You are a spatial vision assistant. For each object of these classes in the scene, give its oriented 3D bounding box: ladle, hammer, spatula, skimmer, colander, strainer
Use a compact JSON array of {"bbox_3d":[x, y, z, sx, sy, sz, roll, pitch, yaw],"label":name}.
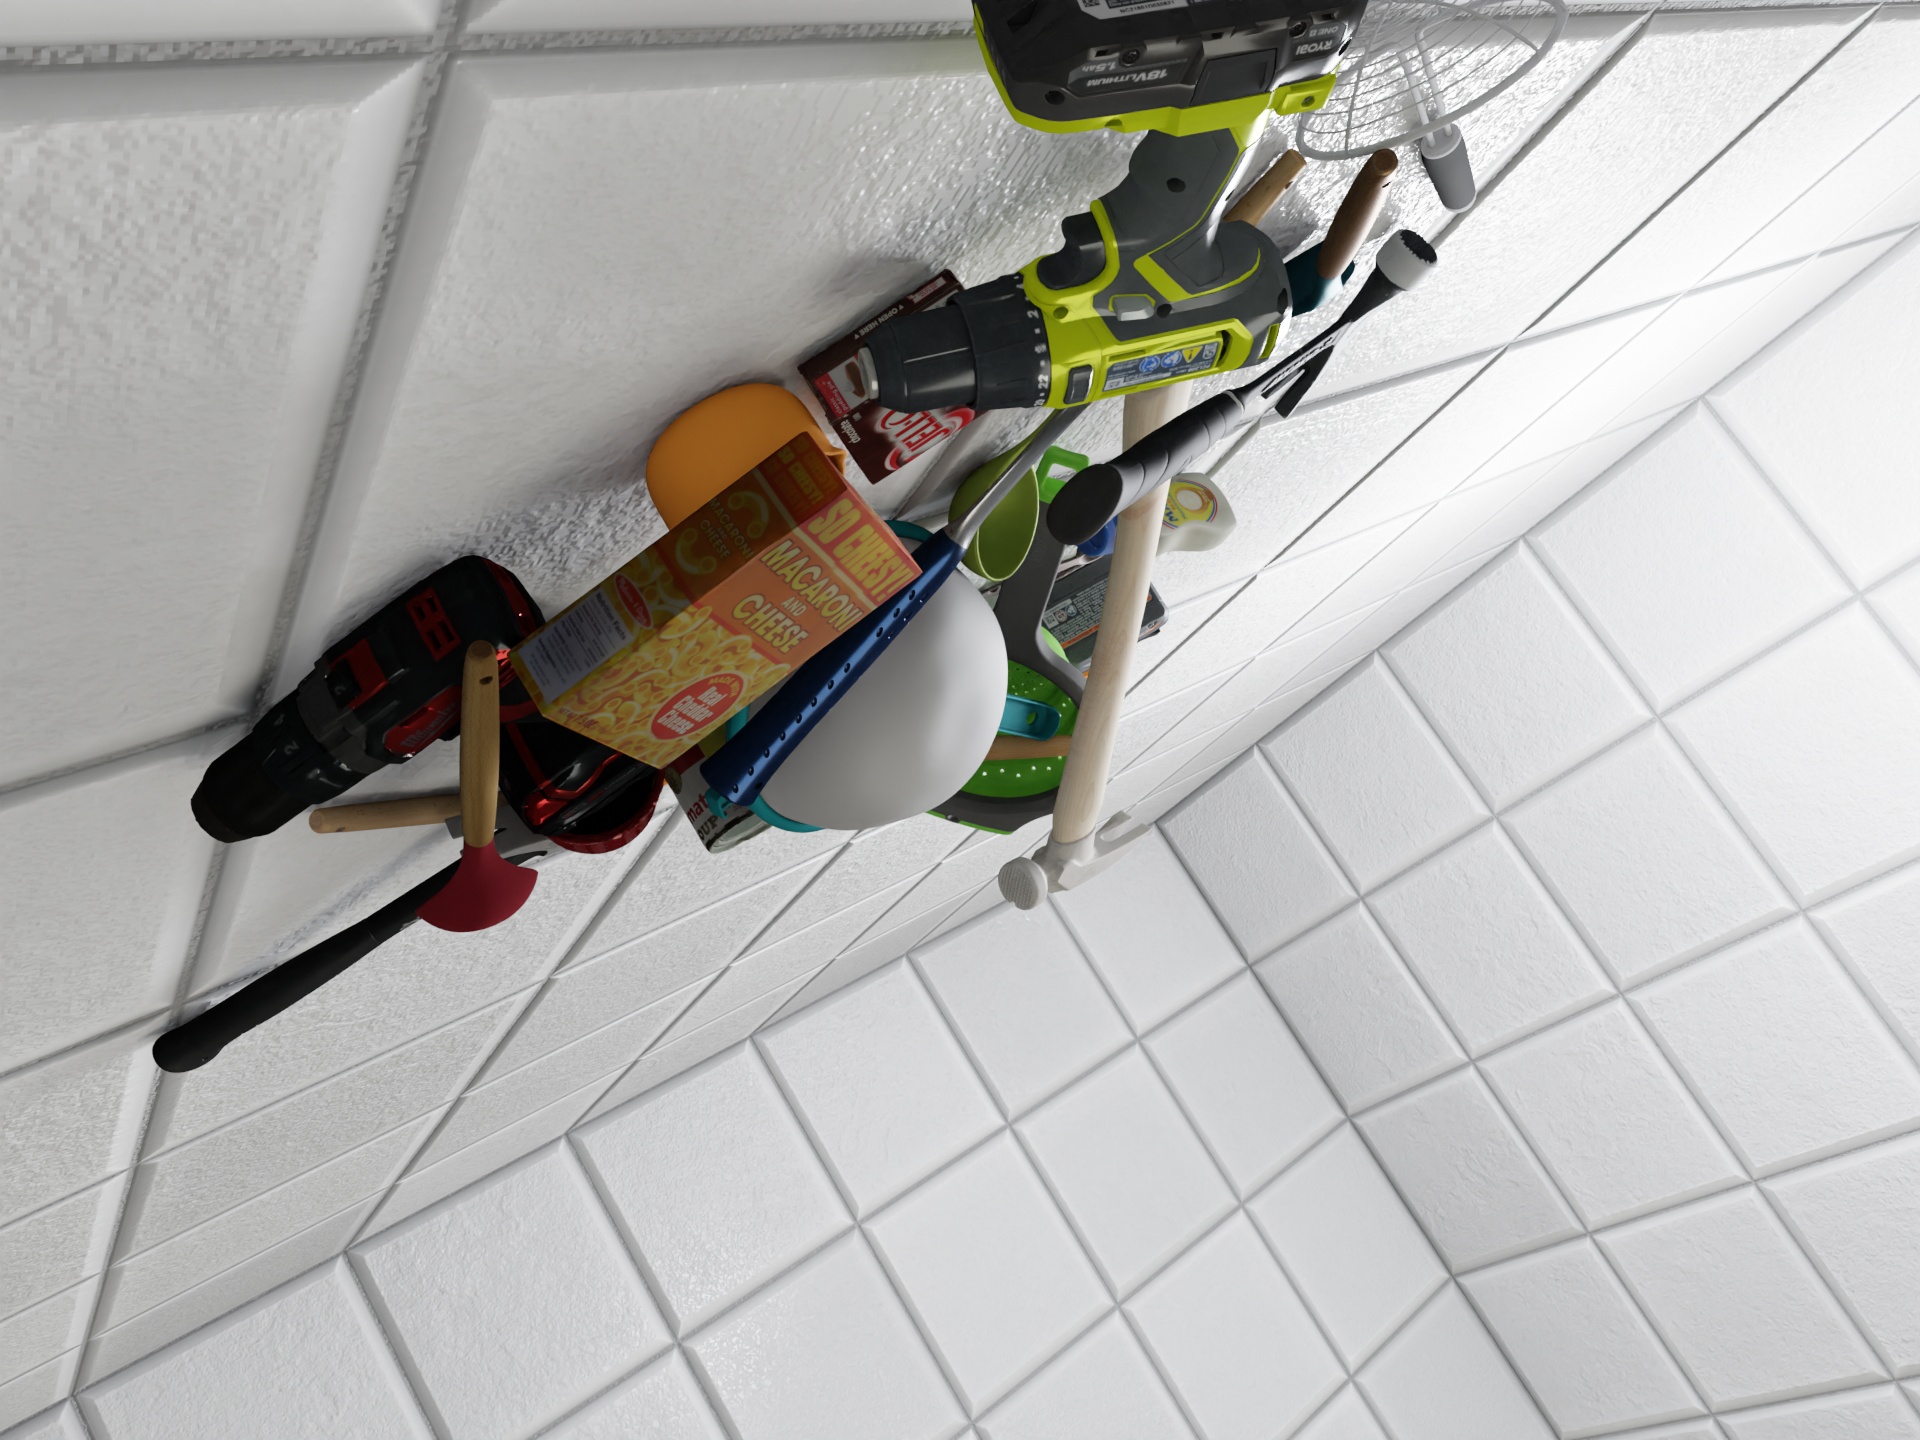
[{"bbox_3d":[-0.239,0.045,0.791,0.069,0.031,0.315,-18,158,-25],"label":"ladle"},{"bbox_3d":[0.113,-0.057,1.105,0.146,0.038,0.410,-24,135,-41],"label":"hammer"},{"bbox_3d":[-0.400,0.145,1.052,0.335,0.035,0.146,-31,171,10],"label":"hammer"},{"bbox_3d":[0.164,-0.190,0.955,0.409,0.036,0.149,-39,173,-46],"label":"hammer"},{"bbox_3d":[0.189,-0.253,0.831,0.082,0.044,0.317,-31,180,6],"label":"spatula"},{"bbox_3d":[0.261,-0.302,0.848,0.127,0.090,0.363,-24,173,21],"label":"skimmer"},{"bbox_3d":[0.095,-0.199,0.935,0.320,0.062,0.078,-45,171,36],"label":"ladle"},{"bbox_3d":[0.040,-0.072,1.208,0.396,0.204,0.095,107,0,-48],"label":"colander"},{"bbox_3d":[0.001,-0.107,0.845,0.405,0.035,0.144,-46,163,13],"label":"hammer"},{"bbox_3d":[-0.002,-0.003,1.037,0.340,0.095,0.211,12,102,-55],"label":"strainer"}]

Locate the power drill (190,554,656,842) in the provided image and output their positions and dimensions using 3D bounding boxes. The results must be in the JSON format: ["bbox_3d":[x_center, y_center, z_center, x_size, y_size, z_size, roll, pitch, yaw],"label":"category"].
[{"bbox_3d":[-0.256,0.006,0.814,0.188,0.080,0.226,-34,165,9],"label":"power drill"}]

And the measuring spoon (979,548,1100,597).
[{"bbox_3d":[0.066,-0.125,1.269,0.124,0.018,0.034,-22,166,-14],"label":"measuring spoon"}]

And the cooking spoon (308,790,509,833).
[{"bbox_3d":[-0.298,0.053,1.031,0.068,0.017,0.318,-34,169,19],"label":"cooking spoon"}]

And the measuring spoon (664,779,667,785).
[{"bbox_3d":[-0.205,0.026,1.174,0.021,0.011,0.117,-24,166,-33],"label":"measuring spoon"}]

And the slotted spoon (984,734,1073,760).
[{"bbox_3d":[-0.048,0.024,1.211,0.314,0.031,0.070,-2,164,3],"label":"slotted spoon"}]

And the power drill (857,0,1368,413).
[{"bbox_3d":[0.054,-0.207,0.636,0.190,0.080,0.228,-14,157,-10],"label":"power drill"}]

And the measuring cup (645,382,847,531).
[{"bbox_3d":[-0.094,-0.117,0.792,0.095,0.052,0.173,-35,170,11],"label":"measuring cup"}]

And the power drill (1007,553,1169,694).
[{"bbox_3d":[0.104,-0.071,1.420,0.164,0.084,0.226,-30,172,-18],"label":"power drill"}]
